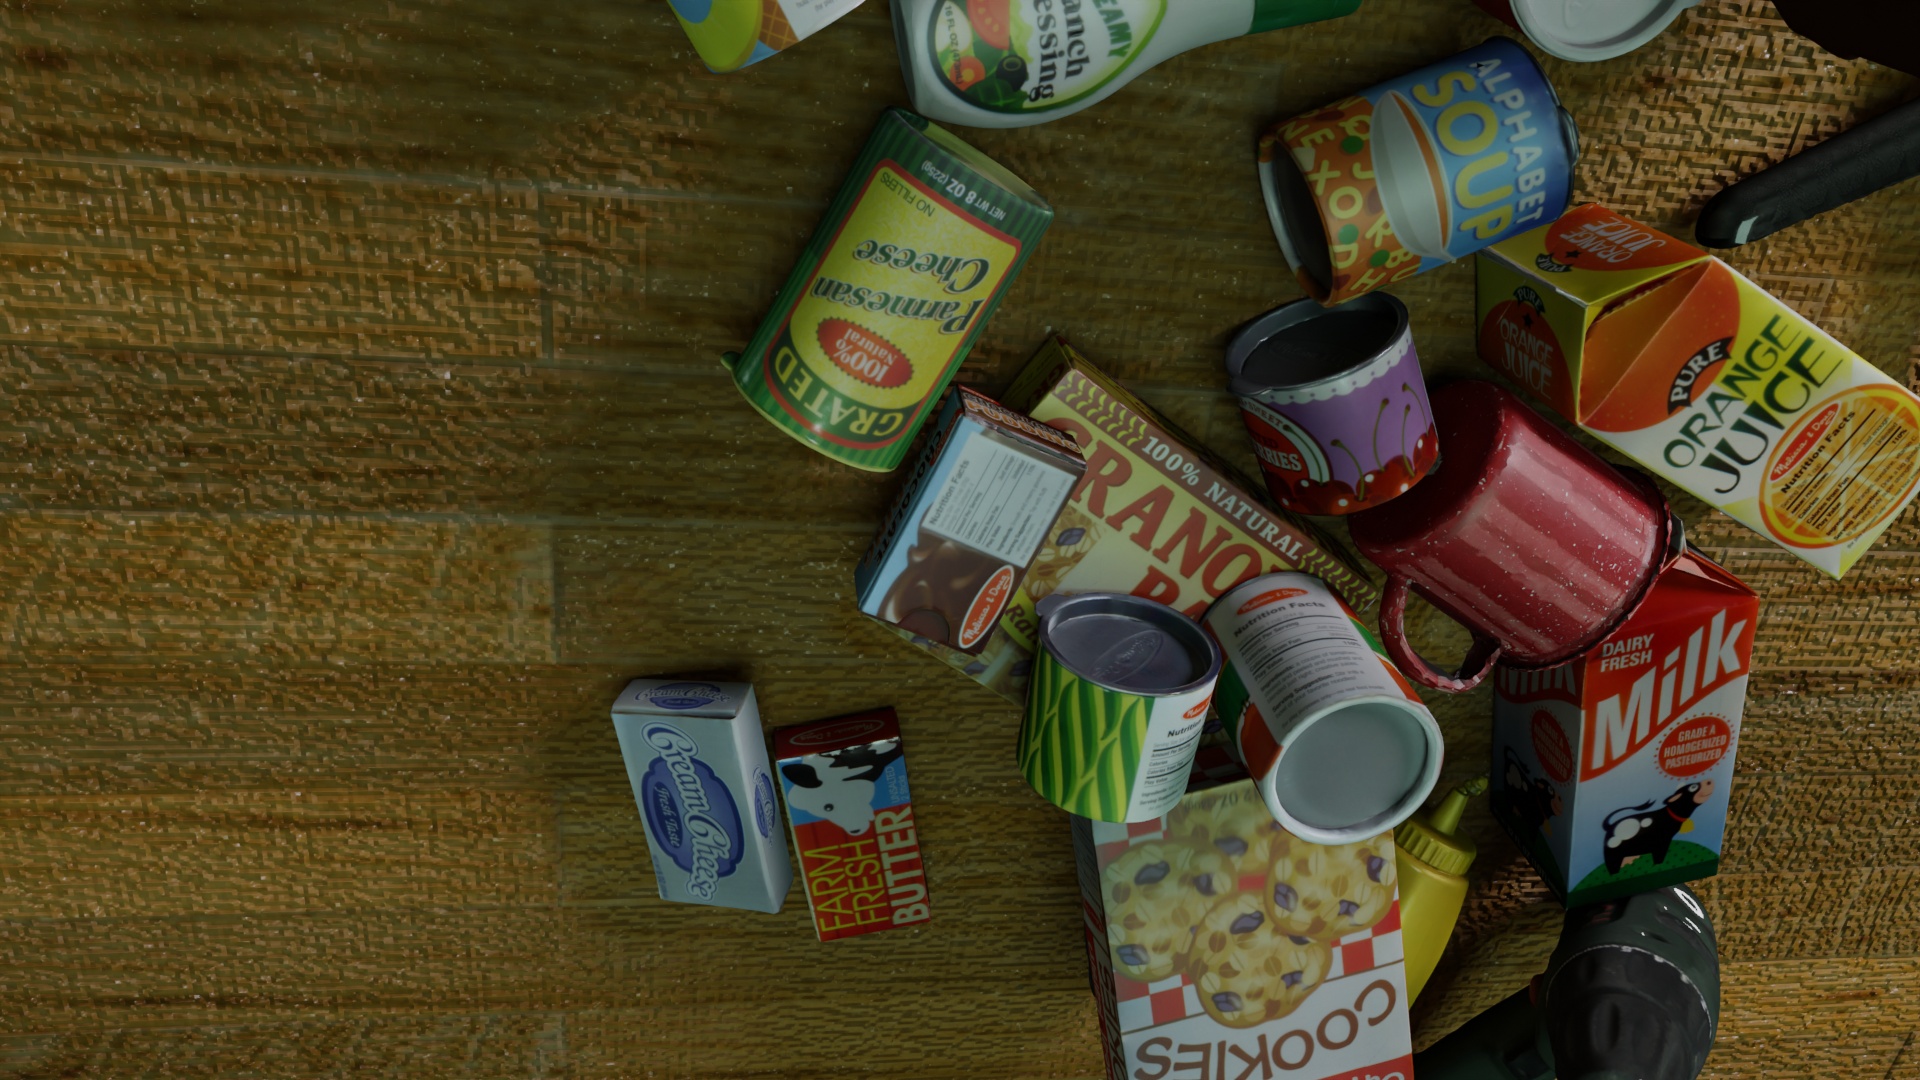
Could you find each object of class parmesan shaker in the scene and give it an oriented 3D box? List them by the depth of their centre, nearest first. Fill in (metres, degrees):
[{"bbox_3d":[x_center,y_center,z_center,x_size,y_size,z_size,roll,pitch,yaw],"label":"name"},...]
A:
[{"bbox_3d":[-0.025,-0.084,0.463,0.071,0.071,0.102,26,110,-22],"label":"parmesan shaker"}]

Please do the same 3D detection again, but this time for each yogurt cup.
[{"bbox_3d":[0.198,-0.195,0.452,0.072,0.054,0.072,-4,118,-8],"label":"yogurt cup"}]

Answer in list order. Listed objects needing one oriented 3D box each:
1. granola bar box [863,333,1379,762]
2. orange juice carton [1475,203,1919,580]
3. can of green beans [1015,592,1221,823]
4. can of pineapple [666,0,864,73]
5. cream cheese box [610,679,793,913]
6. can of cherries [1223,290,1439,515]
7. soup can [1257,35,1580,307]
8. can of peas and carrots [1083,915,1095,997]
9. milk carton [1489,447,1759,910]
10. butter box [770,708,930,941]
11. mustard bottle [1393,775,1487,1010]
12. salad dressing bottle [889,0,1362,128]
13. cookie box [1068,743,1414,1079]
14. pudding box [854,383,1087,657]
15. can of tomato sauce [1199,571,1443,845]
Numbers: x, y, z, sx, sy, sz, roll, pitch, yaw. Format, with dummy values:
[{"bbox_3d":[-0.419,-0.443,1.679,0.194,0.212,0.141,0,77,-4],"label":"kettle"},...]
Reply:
[{"bbox_3d":[0.062,0.015,0.547,0.165,0.039,0.124,33,108,-24],"label":"granola bar box"},{"bbox_3d":[0.273,-0.063,0.525,0.193,0.072,0.072,24,111,-21],"label":"orange juice carton"},{"bbox_3d":[0.056,0.060,0.508,0.071,0.071,0.057,3,118,-12],"label":"can of green beans"},{"bbox_3d":[-0.061,-0.179,0.407,0.071,0.071,0.057,-28,119,5],"label":"can of pineapple"},{"bbox_3d":[-0.103,0.104,0.562,0.053,0.024,0.103,1,120,14],"label":"cream cheese box"},{"bbox_3d":[0.134,-0.050,0.510,0.071,0.072,0.058,-24,120,3],"label":"can of cherries"},{"bbox_3d":[0.153,-0.124,0.471,0.084,0.071,0.071,-22,119,2],"label":"soup can"},{"bbox_3d":[0.092,0.173,0.620,0.059,0.071,0.070,2,117,-12],"label":"can of peas and carrots"},{"bbox_3d":[0.278,0.058,0.590,0.073,0.072,0.189,-12,119,-3],"label":"milk carton"},{"bbox_3d":[-0.045,0.122,0.592,0.053,0.024,0.103,-11,119,-4],"label":"butter box"},{"bbox_3d":[0.195,0.171,0.643,0.049,0.065,0.159,19,107,-25],"label":"mustard bottle"},{"bbox_3d":[0.053,-0.173,0.443,0.148,0.044,0.064,-13,118,-4],"label":"salad dressing bottle"},{"bbox_3d":[0.116,0.167,0.568,0.123,0.040,0.167,-11,103,-10],"label":"cookie box"},{"bbox_3d":[0.002,-0.006,0.484,0.049,0.030,0.083,22,111,-17],"label":"pudding box"},{"bbox_3d":[0.130,0.062,0.511,0.071,0.083,0.070,-4,118,-8],"label":"can of tomato sauce"}]
